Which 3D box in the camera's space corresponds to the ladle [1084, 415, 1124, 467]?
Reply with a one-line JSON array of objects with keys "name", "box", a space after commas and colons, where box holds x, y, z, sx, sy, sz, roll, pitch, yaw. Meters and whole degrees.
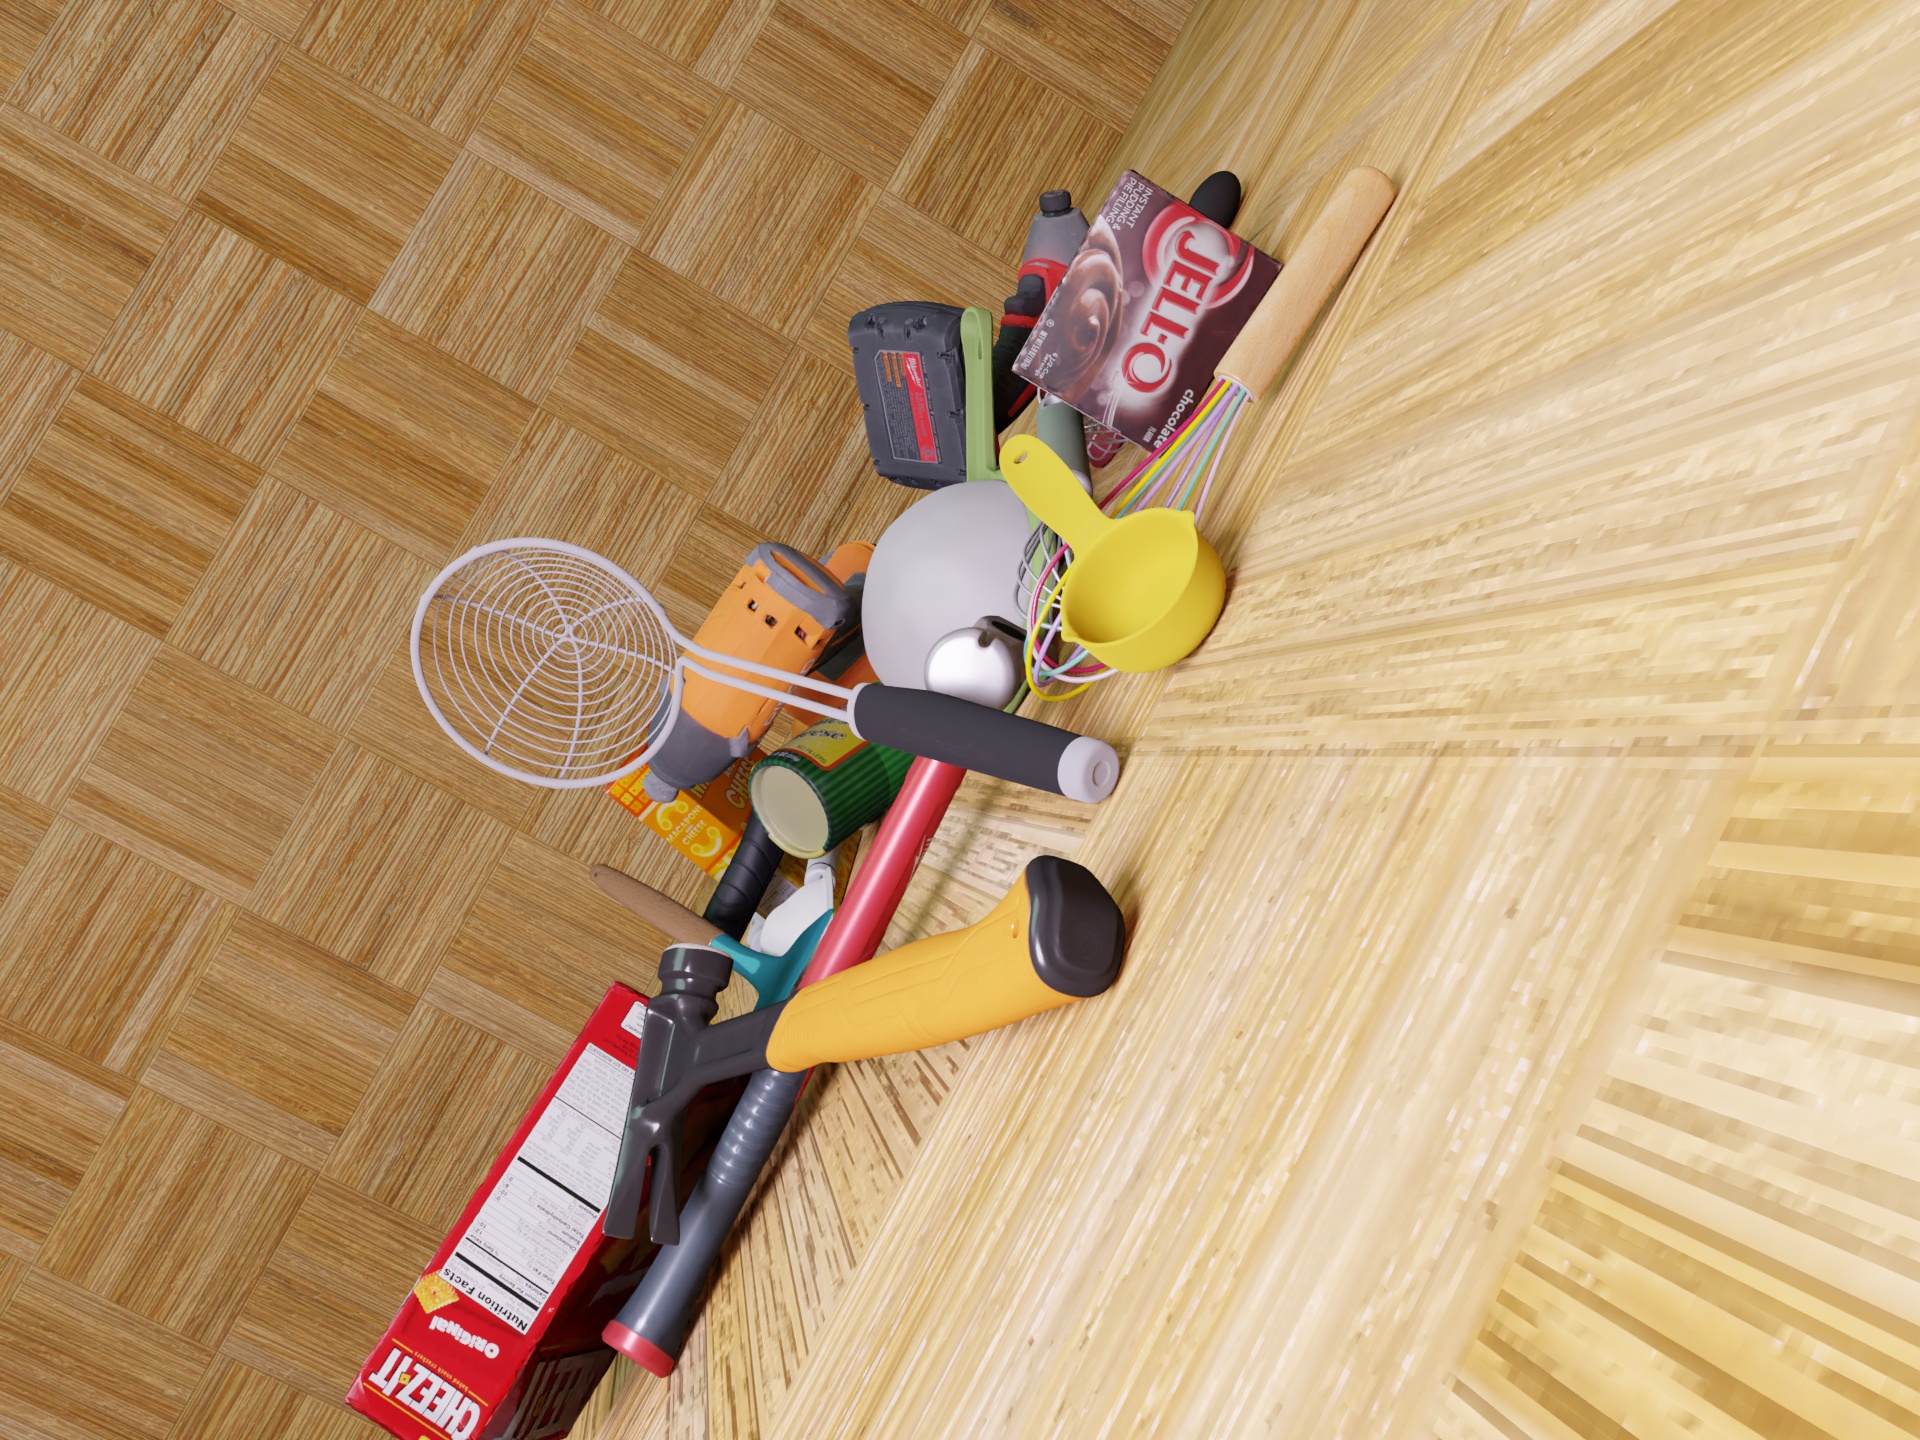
[{"name": "ladle", "box": [0.130, -0.276, 1.060, 0.069, 0.031, 0.316, -51, 11, 49]}]

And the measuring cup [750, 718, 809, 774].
[{"name": "measuring cup", "box": [-0.104, 0.012, 1.102, 0.173, 0.052, 0.095, -18, -57, -54]}]

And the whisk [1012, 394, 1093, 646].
[{"name": "whisk", "box": [0.052, -0.104, 0.759, 0.058, 0.059, 0.247, -15, 31, 10]}]

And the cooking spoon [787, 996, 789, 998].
[{"name": "cooking spoon", "box": [-0.156, 0.244, 1.030, 0.318, 0.017, 0.069, -54, 11, 44]}]

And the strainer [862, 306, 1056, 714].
[{"name": "strainer", "box": [-0.012, -0.116, 0.861, 0.151, 0.069, 0.256, 147, 127, -59]}]

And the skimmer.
[{"name": "skimmer", "box": [-0.099, -0.002, 0.652, 0.363, 0.127, 0.090, 15, 35, 44]}]

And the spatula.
[{"name": "spatula", "box": [-0.153, 0.114, 0.892, 0.318, 0.044, 0.082, 14, 71, 55]}]

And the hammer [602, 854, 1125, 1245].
[{"name": "hammer", "box": [-0.050, 0.115, 0.569, 0.337, 0.034, 0.127, -31, 45, 54]}]

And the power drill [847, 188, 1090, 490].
[{"name": "power drill", "box": [0.028, -0.246, 1.023, 0.220, 0.079, 0.143, -41, -48, -42]}]

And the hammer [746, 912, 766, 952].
[{"name": "hammer", "box": [-0.073, 0.030, 1.221, 0.331, 0.033, 0.128, -61, 9, -2]}]

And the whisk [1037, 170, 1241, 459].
[{"name": "whisk", "box": [0.120, -0.254, 0.952, 0.285, 0.070, 0.070, -61, 6, -36]}]

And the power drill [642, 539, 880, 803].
[{"name": "power drill", "box": [-0.104, -0.031, 0.959, 0.164, 0.084, 0.226, -53, -8, 16]}]

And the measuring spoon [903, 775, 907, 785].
[{"name": "measuring spoon", "box": [-0.001, -0.003, 0.913, 0.129, 0.021, 0.042, -64, 8, -9]}]

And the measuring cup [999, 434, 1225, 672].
[{"name": "measuring cup", "box": [0.050, -0.068, 0.592, 0.062, 0.029, 0.157, -44, 35, 10]}]

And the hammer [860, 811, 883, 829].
[{"name": "hammer", "box": [0.025, -0.114, 1.105, 0.409, 0.036, 0.149, -64, 9, -23]}]

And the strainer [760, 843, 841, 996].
[{"name": "strainer", "box": [-0.086, 0.099, 0.944, 0.259, 0.050, 0.086, -90, 9, -69]}]

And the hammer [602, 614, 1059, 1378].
[{"name": "hammer", "box": [-0.062, 0.129, 0.729, 0.386, 0.038, 0.143, -63, -8, 10]}]

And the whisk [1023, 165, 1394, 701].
[{"name": "whisk", "box": [0.097, -0.112, 0.628, 0.245, 0.047, 0.051, -56, 20, -1]}]

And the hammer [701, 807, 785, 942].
[{"name": "hammer", "box": [-0.174, 0.188, 0.975, 0.335, 0.035, 0.146, -64, -24, -8]}]
